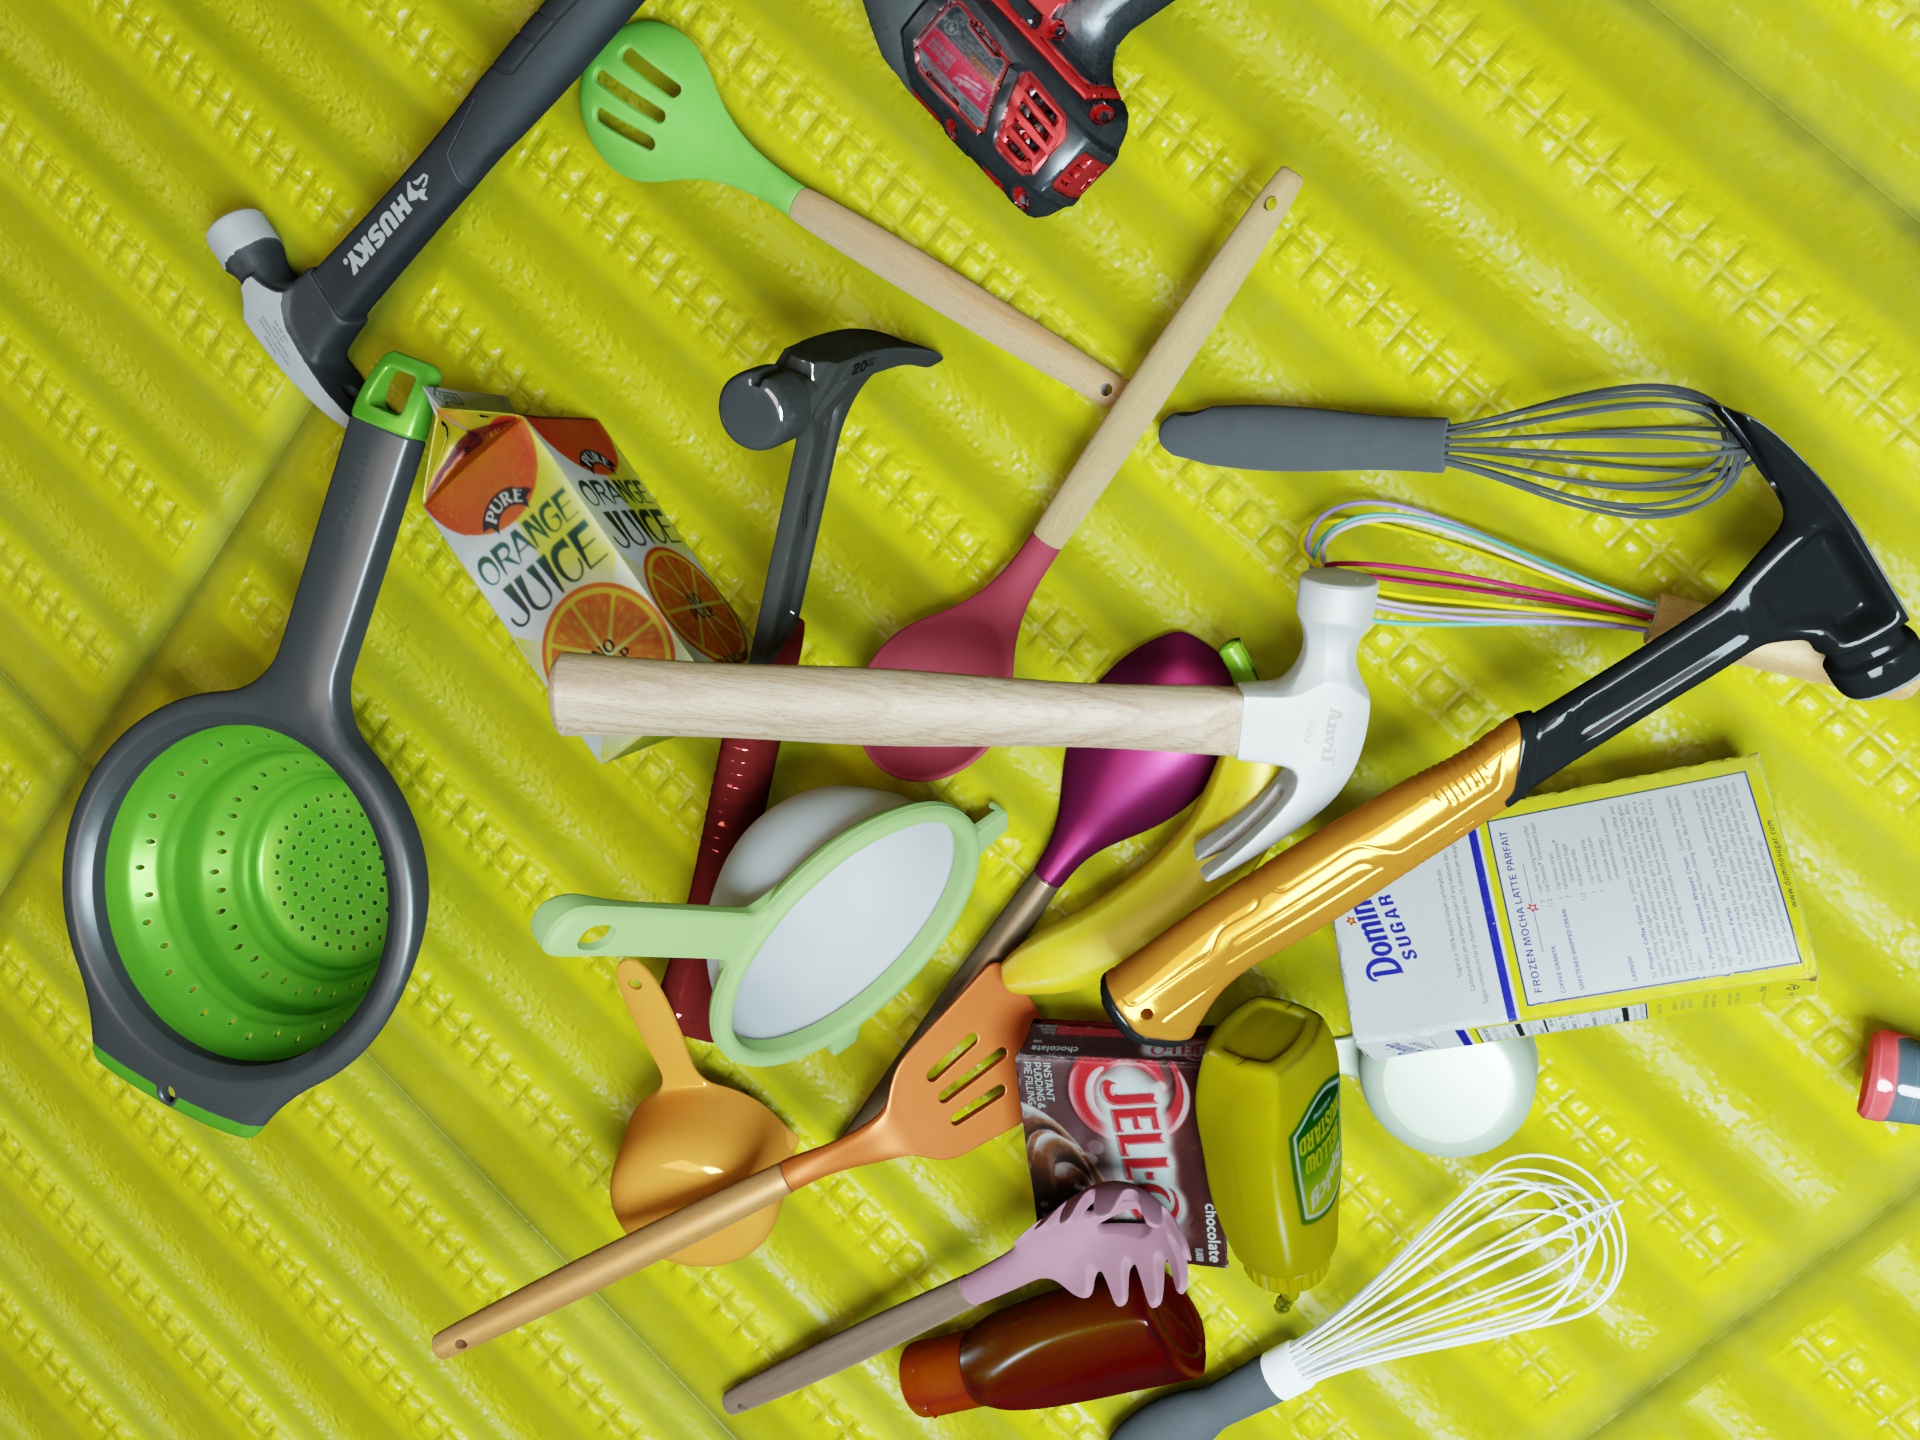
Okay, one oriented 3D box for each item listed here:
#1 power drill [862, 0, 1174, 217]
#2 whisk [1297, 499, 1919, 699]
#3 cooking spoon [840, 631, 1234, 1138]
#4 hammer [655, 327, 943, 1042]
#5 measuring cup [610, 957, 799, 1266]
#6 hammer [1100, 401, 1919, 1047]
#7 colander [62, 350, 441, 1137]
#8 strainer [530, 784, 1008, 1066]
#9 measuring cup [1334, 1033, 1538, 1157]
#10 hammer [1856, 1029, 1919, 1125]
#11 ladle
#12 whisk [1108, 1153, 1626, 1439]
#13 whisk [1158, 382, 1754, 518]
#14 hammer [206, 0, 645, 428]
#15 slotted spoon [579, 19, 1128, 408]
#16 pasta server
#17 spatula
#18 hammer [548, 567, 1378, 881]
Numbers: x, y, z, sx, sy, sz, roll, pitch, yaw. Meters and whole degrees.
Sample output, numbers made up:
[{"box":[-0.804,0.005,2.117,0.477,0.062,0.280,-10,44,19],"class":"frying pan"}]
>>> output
[{"box":[0.059,-0.332,0.645,0.219,0.078,0.143,-44,84,22],"class":"power drill"},{"box":[0.258,-0.044,0.646,0.245,0.047,0.051,15,102,12],"class":"whisk"},{"box":[0.027,0.095,0.755,0.069,0.017,0.319,37,107,8],"class":"cooking spoon"},{"box":[-0.091,-0.003,0.742,0.037,0.149,0.359,23,117,15],"class":"hammer"},{"box":[-0.140,0.196,0.774,0.095,0.052,0.173,-8,121,12],"class":"measuring cup"},{"box":[0.192,0.023,0.622,0.337,0.034,0.127,-36,104,14],"class":"hammer"},{"box":[-0.321,0.009,0.817,0.204,0.094,0.397,23,98,12],"class":"colander"},{"box":[-0.095,0.075,0.683,0.069,0.256,0.151,42,105,30],"class":"strainer"},{"box":[0.169,0.156,0.708,0.167,0.038,0.083,-3,98,17],"class":"measuring cup"},{"box":[0.533,0.174,0.552,0.386,0.143,0.038,10,99,20],"class":"hammer"},{"box":[0.051,-0.101,0.699,0.069,0.031,0.315,36,112,4],"class":"ladle"},{"box":[0.175,0.282,0.723,0.284,0.070,0.070,-39,86,25],"class":"whisk"},{"box":[0.198,-0.115,0.653,0.239,0.055,0.055,6,101,21],"class":"whisk"},{"box":[-0.224,-0.267,0.742,0.334,0.035,0.146,-34,88,28],"class":"hammer"},{"box":[-0.052,-0.225,0.723,0.314,0.031,0.070,34,110,8],"class":"slotted spoon"},{"box":[-0.016,0.289,0.765,0.316,0.040,0.060,-36,106,31],"class":"pasta server"},{"box":[-0.103,0.221,0.749,0.322,0.041,0.081,-27,106,3],"class":"spatula"},{"box":[-0.001,-0.002,0.653,0.331,0.031,0.130,2,112,0],"class":"hammer"}]
